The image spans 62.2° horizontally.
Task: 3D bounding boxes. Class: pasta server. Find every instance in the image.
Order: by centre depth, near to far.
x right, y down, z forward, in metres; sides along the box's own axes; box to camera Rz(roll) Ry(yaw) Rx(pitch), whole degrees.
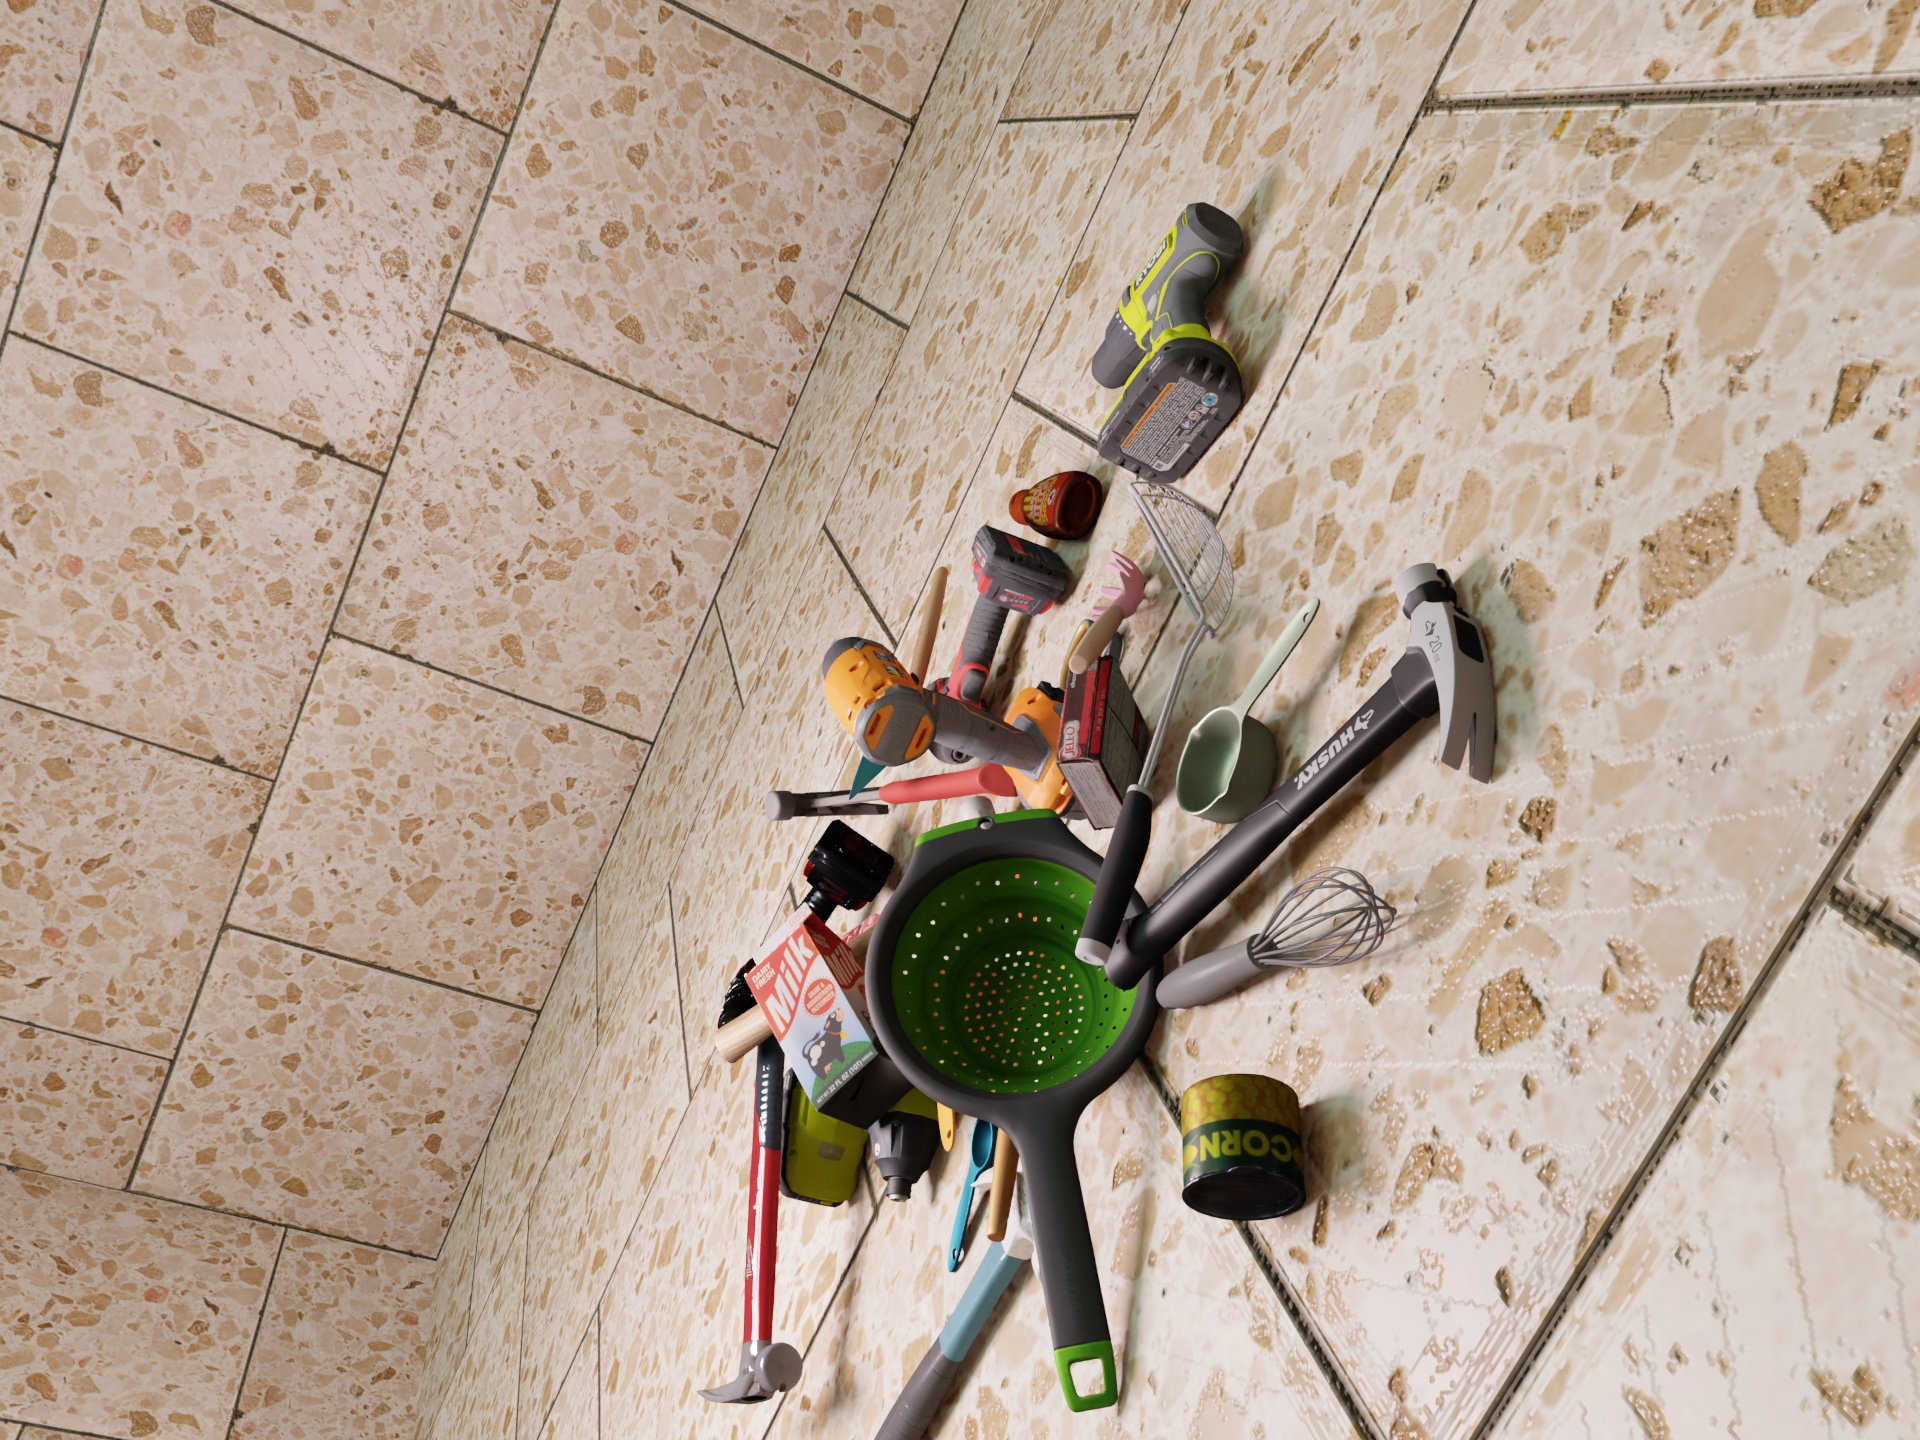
[{"bbox_3d":[0.106,-0.077,1.201,0.316,0.040,0.060,-48,-24,-71],"label":"pasta server"}]

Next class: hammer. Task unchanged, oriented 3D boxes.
[{"bbox_3d":[0.192,0.063,0.962,0.334,0.035,0.146,-50,26,35],"label":"hammer"},{"bbox_3d":[-0.013,0.462,1.145,0.331,0.033,0.128,-63,21,18],"label":"hammer"},{"bbox_3d":[-0.085,0.206,1.400,0.331,0.031,0.130,-36,45,15],"label":"hammer"},{"bbox_3d":[-0.181,0.401,1.423,0.143,0.038,0.387,-41,41,47],"label":"hammer"},{"bbox_3d":[-0.044,0.069,1.549,0.359,0.149,0.037,-11,82,54],"label":"hammer"}]

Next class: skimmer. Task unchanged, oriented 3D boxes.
[{"bbox_3d":[0.116,-0.005,1.114,0.090,0.127,0.363,7,63,28],"label":"skimmer"}]

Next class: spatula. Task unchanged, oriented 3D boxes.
[{"bbox_3d":[0.038,0.236,1.185,0.323,0.041,0.081,-78,-2,-45],"label":"spatula"},{"bbox_3d":[-0.052,-0.053,1.569,0.318,0.044,0.082,-78,6,-45],"label":"spatula"}]

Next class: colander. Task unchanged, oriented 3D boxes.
[{"bbox_3d":[0.053,0.259,1.080,0.094,0.204,0.397,75,-176,-61],"label":"colander"}]

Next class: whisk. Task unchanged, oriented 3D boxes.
[{"bbox_3d":[0.176,0.139,0.944,0.239,0.055,0.055,134,150,-58],"label":"whisk"}]

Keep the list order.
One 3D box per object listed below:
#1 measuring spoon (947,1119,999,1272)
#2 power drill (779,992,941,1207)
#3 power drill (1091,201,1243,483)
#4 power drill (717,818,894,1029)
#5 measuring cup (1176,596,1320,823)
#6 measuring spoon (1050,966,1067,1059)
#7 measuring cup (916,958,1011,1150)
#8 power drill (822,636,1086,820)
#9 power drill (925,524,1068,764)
[{"bbox_3d":[0.014,0.362,1.211,0.042,0.021,0.128,-144,66,-70],"label":"measuring spoon"},{"bbox_3d":[-0.084,0.348,1.395,0.223,0.080,0.171,-39,38,51],"label":"power drill"},{"bbox_3d":[0.171,-0.314,1.373,0.190,0.080,0.229,-51,24,42],"label":"power drill"},{"bbox_3d":[-0.167,0.223,1.613,0.226,0.080,0.188,-55,2,9],"label":"power drill"},{"bbox_3d":[0.200,-0.004,1.040,0.167,0.038,0.083,-60,21,20],"label":"measuring cup"},{"bbox_3d":[0.072,0.213,1.201,0.021,0.011,0.117,-45,30,50],"label":"measuring spoon"},{"bbox_3d":[0.007,0.270,1.263,0.095,0.052,0.174,-55,26,36],"label":"measuring cup"},{"bbox_3d":[-0.002,-0.004,1.263,0.084,0.226,0.164,-65,29,16],"label":"power drill"},{"bbox_3d":[0.021,-0.064,1.521,0.143,0.078,0.219,-107,37,-69],"label":"power drill"}]
